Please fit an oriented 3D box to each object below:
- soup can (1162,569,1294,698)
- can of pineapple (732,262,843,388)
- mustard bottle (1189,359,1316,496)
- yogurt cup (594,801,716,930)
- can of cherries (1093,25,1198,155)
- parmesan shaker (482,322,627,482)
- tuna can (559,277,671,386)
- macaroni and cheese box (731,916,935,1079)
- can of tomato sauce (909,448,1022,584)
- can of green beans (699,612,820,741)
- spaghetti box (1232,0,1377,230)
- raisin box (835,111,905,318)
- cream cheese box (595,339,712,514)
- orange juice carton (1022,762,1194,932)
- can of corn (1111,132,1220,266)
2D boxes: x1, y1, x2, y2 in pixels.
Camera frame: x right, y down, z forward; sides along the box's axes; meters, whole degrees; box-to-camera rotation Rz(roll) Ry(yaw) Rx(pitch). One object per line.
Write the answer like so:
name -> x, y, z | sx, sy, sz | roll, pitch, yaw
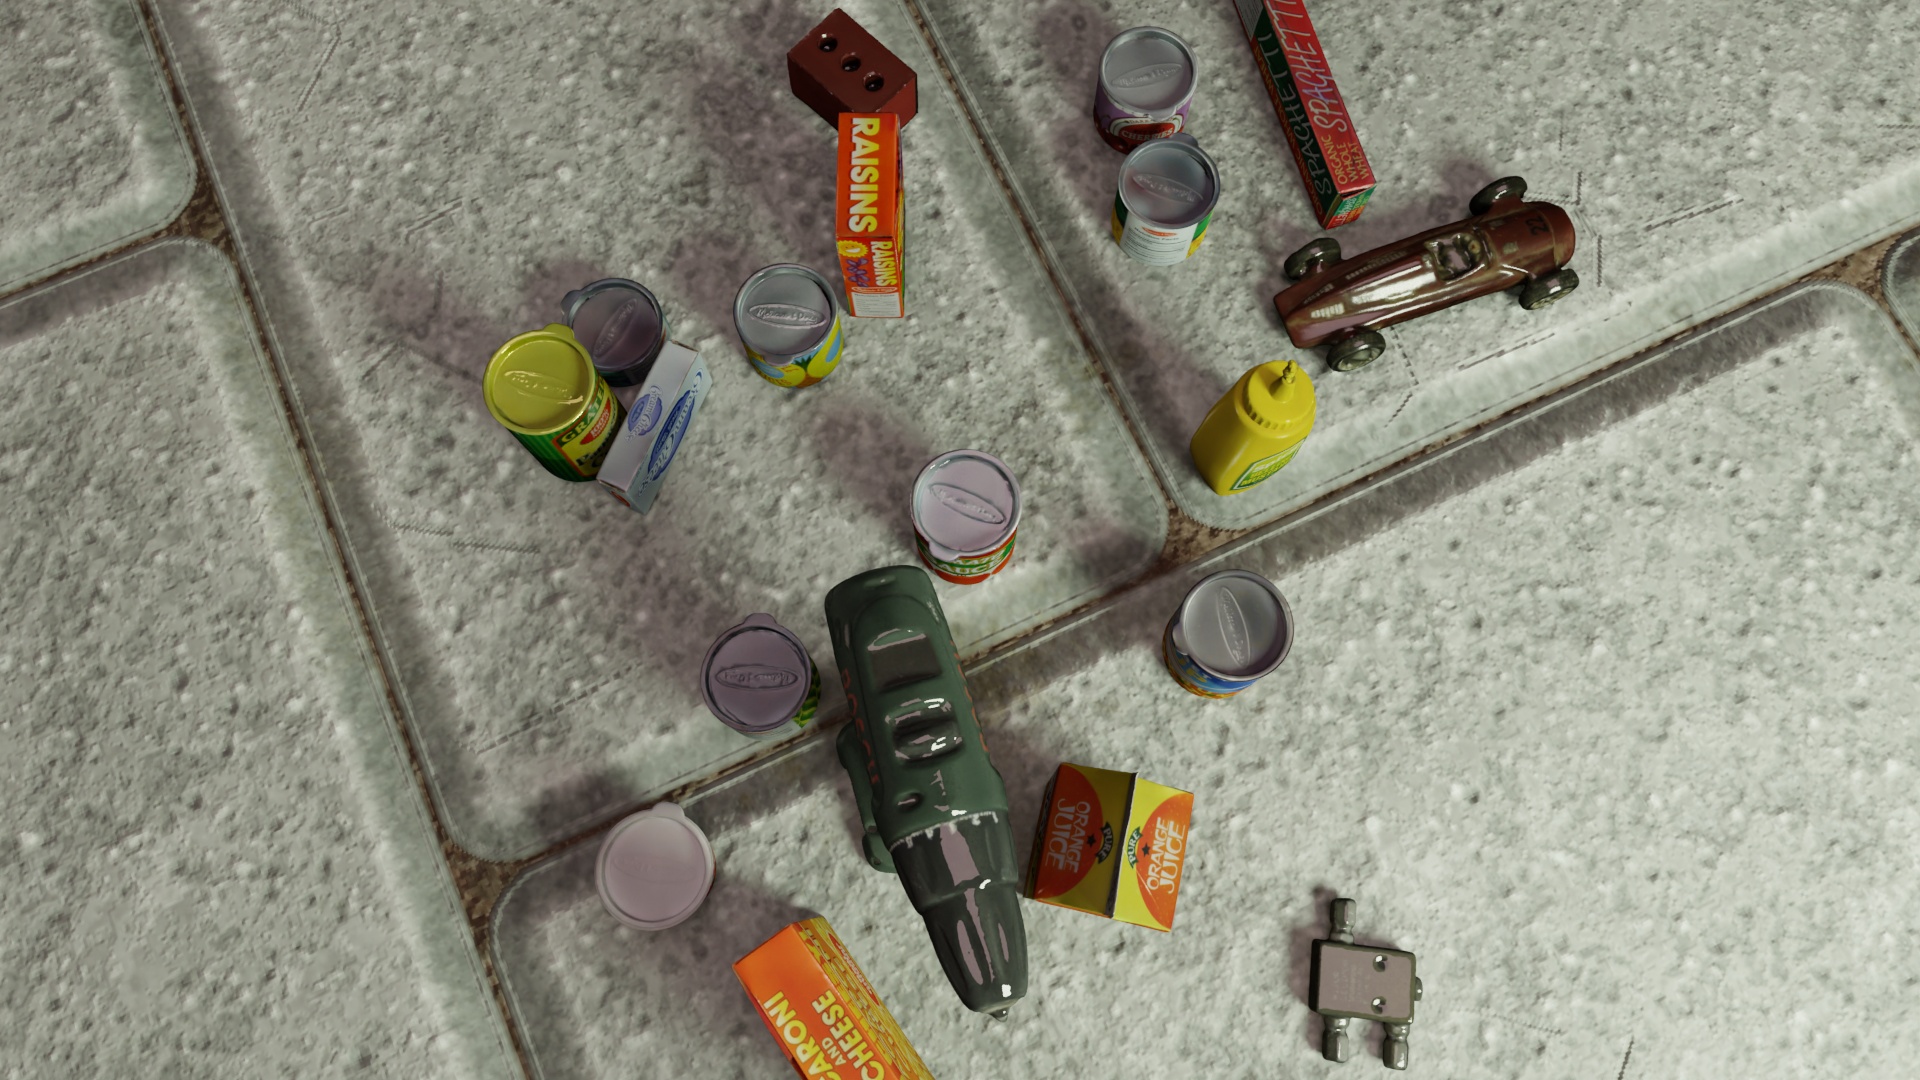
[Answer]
soup can -> 0.156, 0.059, 0.838 | 0.071, 0.083, 0.071 | 0, 76, 0
can of pineapple -> -0.112, -0.137, 0.903 | 0.071, 0.057, 0.071 | 0, 76, 0
mustard bottle -> 0.180, -0.072, 0.833 | 0.065, 0.160, 0.049 | -27, 77, -6
yogurt cup -> -0.176, 0.194, 0.819 | 0.072, 0.054, 0.072 | 0, 76, 0
can of cherries -> 0.125, -0.302, 0.946 | 0.071, 0.058, 0.071 | 0, 76, 0
parmesan shaker -> -0.247, -0.084, 0.867 | 0.071, 0.103, 0.071 | 0, 76, 0
tuna can -> -0.228, -0.138, 0.917 | 0.071, 0.032, 0.071 | 0, 75, 0
macaroni and cheese box -> -0.062, 0.264, 0.742 | 0.040, 0.166, 0.124 | -36, 78, -8
can of tomato sauce -> 0.003, -0.011, 0.857 | 0.071, 0.083, 0.071 | 0, 76, 0
can of green beans -> -0.120, 0.087, 0.845 | 0.071, 0.057, 0.071 | 0, 76, 0
spaghetti box -> 0.226, -0.335, 0.959 | 0.029, 0.050, 0.250 | -16, 76, -4
raisin box -> -0.056, -0.204, 0.887 | 0.040, 0.123, 0.086 | 1, 76, 1
cream cheese box -> -0.195, -0.072, 0.889 | 0.024, 0.053, 0.104 | 22, 77, 6
orange juice carton -> 0.079, 0.167, 0.754 | 0.073, 0.192, 0.072 | 12, 76, 3
can of corn -> 0.136, -0.227, 0.926 | 0.071, 0.058, 0.071 | 0, 76, 0
